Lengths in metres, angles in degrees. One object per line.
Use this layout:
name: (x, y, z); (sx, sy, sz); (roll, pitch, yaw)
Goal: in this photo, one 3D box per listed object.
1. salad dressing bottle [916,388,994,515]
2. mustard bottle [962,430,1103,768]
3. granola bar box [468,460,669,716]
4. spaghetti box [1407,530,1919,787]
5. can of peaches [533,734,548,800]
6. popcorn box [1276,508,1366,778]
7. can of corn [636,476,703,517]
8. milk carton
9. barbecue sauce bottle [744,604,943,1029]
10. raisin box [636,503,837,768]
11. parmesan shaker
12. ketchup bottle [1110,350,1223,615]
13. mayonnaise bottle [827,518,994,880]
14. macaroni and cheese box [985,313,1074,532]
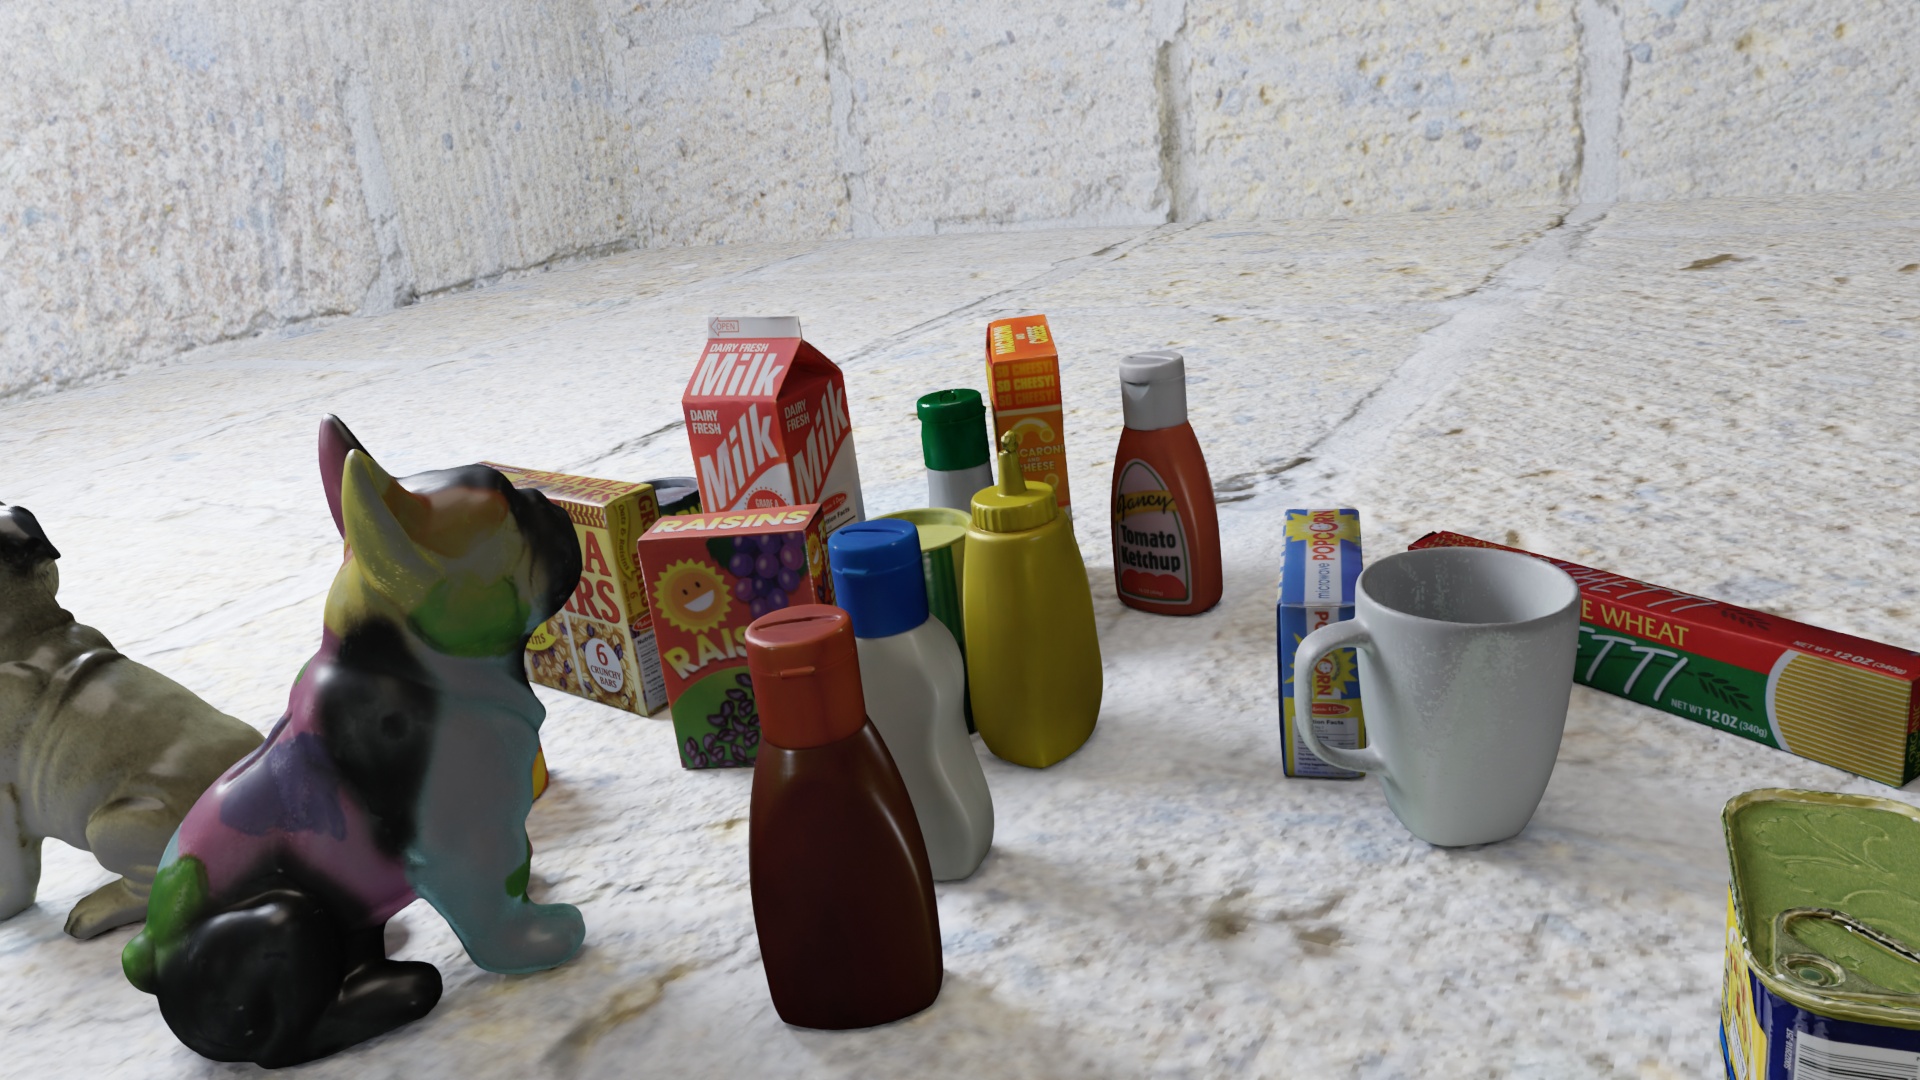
salad dressing bottle: (0.003, -0.010, 0.775); (0.044, 0.147, 0.064); (-6, 19, 5)
mustard bottle: (0.031, 0.024, 0.648); (0.049, 0.159, 0.065); (8, 24, 37)
granola bar box: (-0.229, 0.024, 0.799); (0.165, 0.123, 0.039); (9, 24, 39)
spaghetti box: (0.315, 0.046, 0.650); (0.029, 0.050, 0.250); (-18, 22, -29)
can of peaches: (-0.242, 0.101, 0.681); (0.071, 0.058, 0.071); (-6, 19, 2)
popcorn box: (0.171, 0.044, 0.654); (0.038, 0.085, 0.127); (-2, 20, 15)
can of corn: (-0.209, -0.008, 0.983); (0.071, 0.058, 0.071); (-6, 19, 2)
milk carton: (-0.111, -0.043, 0.846); (0.072, 0.189, 0.074); (3, 21, 29)
barbecue sauce bottle: (-0.045, 0.097, 0.484); (0.065, 0.148, 0.044); (-7, 19, 1)
raisin box: (-0.103, 0.048, 0.685); (0.086, 0.123, 0.040); (-4, 19, 10)
parmesan shaker: (-0.019, 0.043, 0.699); (0.071, 0.102, 0.071); (-6, 19, 2)
ketchup bottle: (0.116, -0.033, 0.800); (0.065, 0.148, 0.044); (9, 24, 39)
mayonnaise bottle: (-0.025, 0.066, 0.567); (0.065, 0.147, 0.041); (1, 20, 24)
macaroni and cheese box: (0.042, -0.038, 0.815); (0.040, 0.165, 0.124); (-6, 19, 2)
